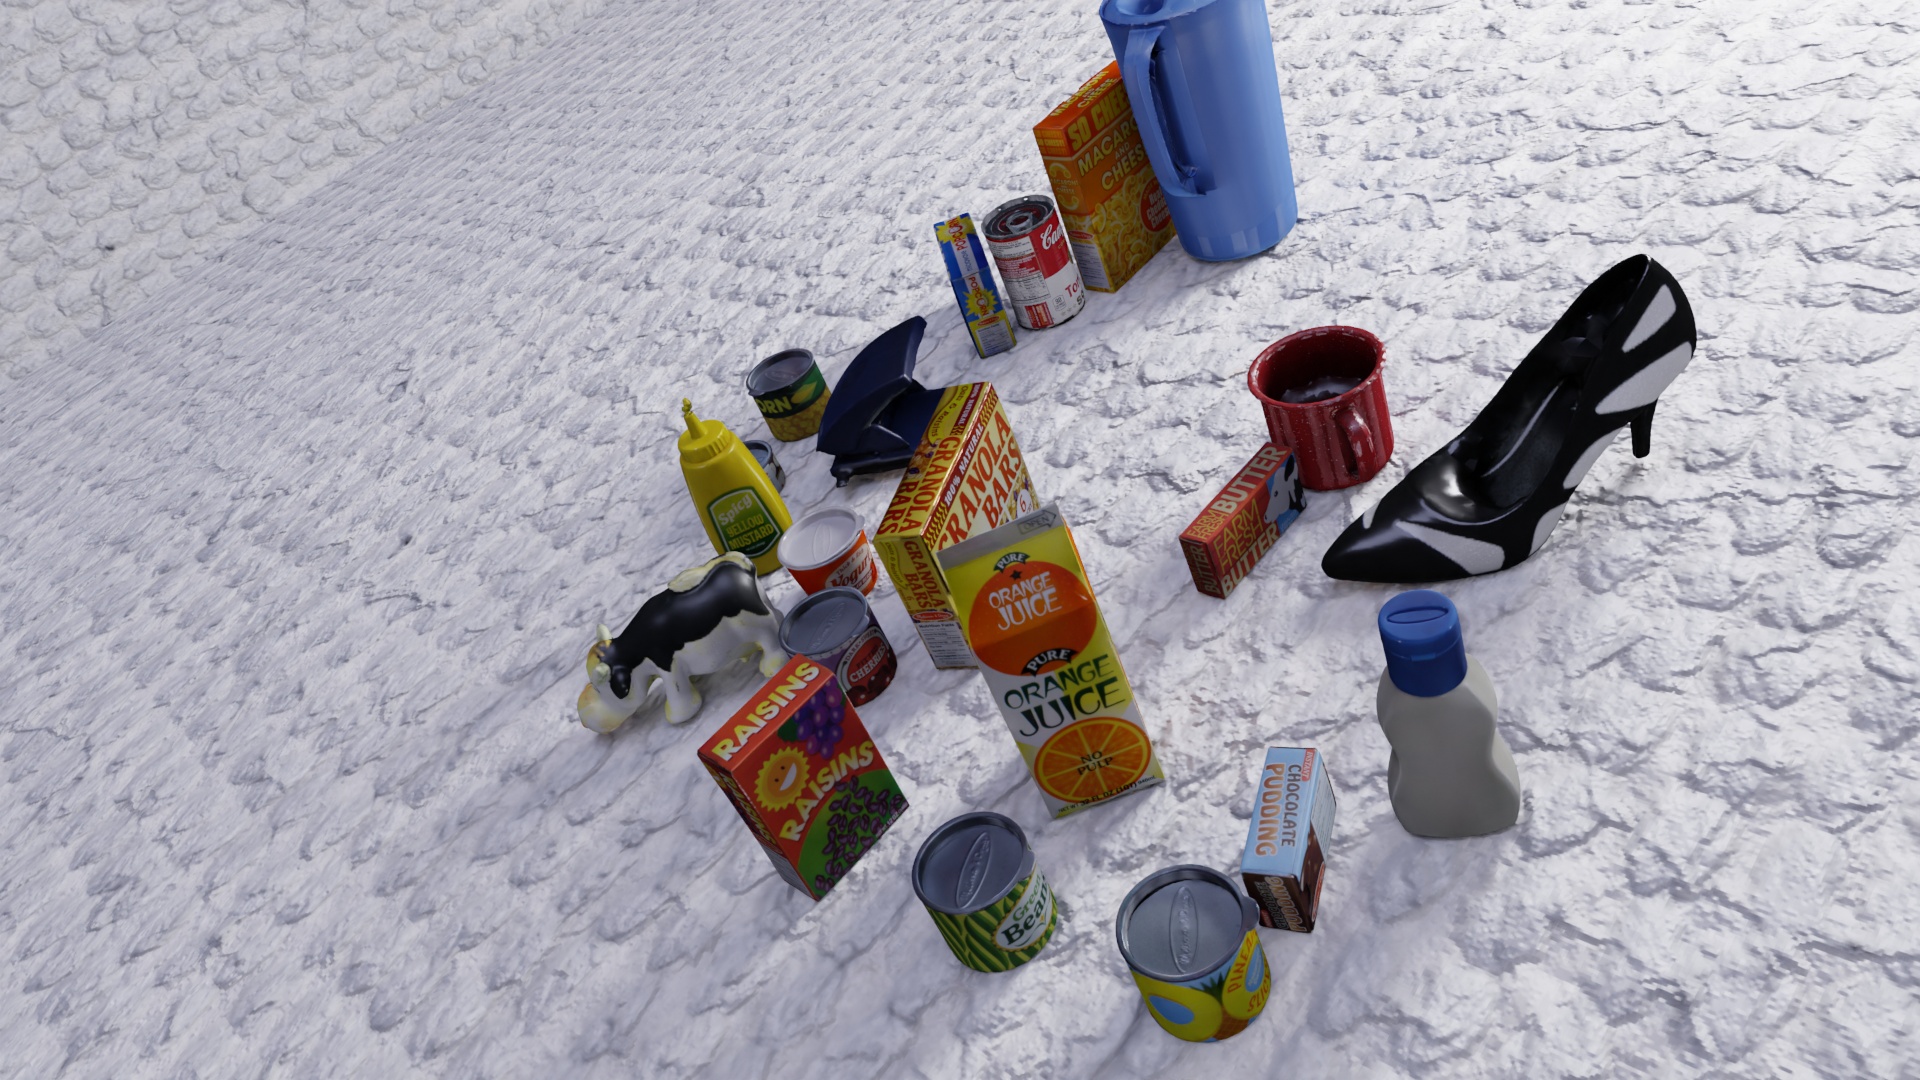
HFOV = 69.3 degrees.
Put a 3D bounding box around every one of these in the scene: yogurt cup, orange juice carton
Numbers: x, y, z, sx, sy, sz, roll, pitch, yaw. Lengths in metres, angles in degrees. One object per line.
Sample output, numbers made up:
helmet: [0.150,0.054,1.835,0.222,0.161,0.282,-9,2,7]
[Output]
yogurt cup: [-0.097,0.015,1.047,0.072,0.053,0.073,-15,37,12]
orange juice carton: [0.050,0.063,0.786,0.072,0.191,0.073,-21,36,5]

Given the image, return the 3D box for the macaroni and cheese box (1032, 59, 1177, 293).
macaroni and cheese box: [0.137,-0.326,1.248,0.040,0.165,0.124,17,53,43]

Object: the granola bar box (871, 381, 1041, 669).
granola bar box: [0.003,-0.012,0.965,0.039,0.123,0.166,-4,41,26]

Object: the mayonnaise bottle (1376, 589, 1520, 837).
mayonnaise bottle: [0.237,0.088,0.688,0.064,0.147,0.041,-9,39,20]

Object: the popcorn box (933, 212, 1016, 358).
popcorn box: [0.013,-0.235,1.272,0.038,0.085,0.127,-21,36,5]

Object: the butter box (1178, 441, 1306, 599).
butter box: [0.189,-0.014,0.922,0.024,0.053,0.104,20,55,44]

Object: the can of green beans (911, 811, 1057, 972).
can of green beans: [0.014,0.192,0.759,0.071,0.057,0.071,-15,37,12]

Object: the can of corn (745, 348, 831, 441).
can of corn: [-0.154,-0.130,1.257,0.071,0.058,0.071,-15,37,12]

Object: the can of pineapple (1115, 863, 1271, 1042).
can of pineapple: [0.117,0.204,0.686,0.071,0.057,0.071,-15,37,12]

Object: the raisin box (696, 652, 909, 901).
raisin box: [-0.091,0.141,0.827,0.040,0.123,0.086,20,55,44]

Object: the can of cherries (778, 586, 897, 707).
can of cherries: [-0.082,0.075,0.959,0.071,0.058,0.072,-15,37,12]

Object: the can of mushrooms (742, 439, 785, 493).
can of mushrooms: [-0.188,-0.056,1.204,0.071,0.033,0.071,-15,37,12]

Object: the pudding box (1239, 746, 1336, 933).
pudding box: [0.172,0.154,0.724,0.030,0.049,0.084,-2,41,28]

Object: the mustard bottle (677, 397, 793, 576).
mustard bottle: [-0.182,-0.043,1.078,0.065,0.159,0.049,-26,36,-1]
